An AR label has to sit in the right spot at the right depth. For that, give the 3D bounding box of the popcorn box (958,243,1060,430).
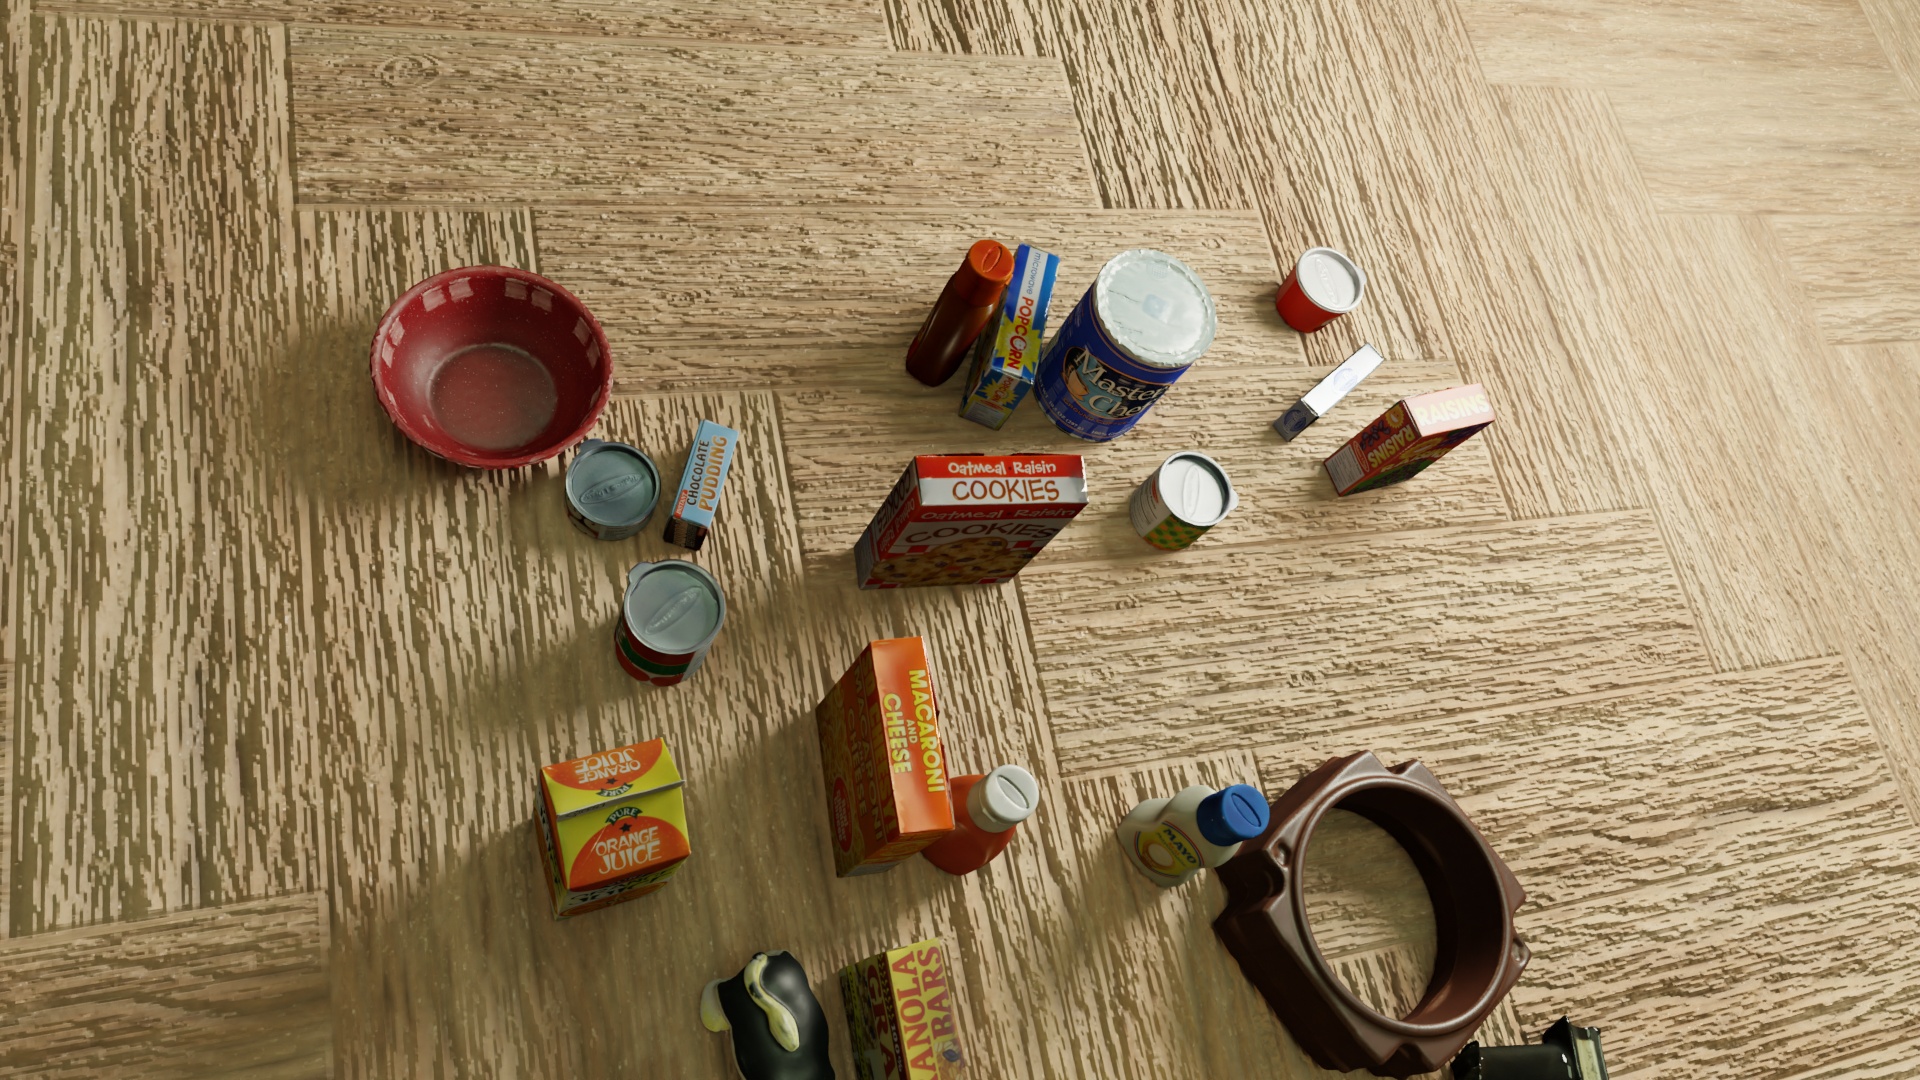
[{"bbox_3d":[0.040,-0.165,1.125,0.038,0.085,0.127,19,63,-11],"label":"popcorn box"}]

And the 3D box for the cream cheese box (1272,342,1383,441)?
[{"bbox_3d":[0.325,-0.131,1.228,0.104,0.053,0.024,-38,84,-28],"label":"cream cheese box"}]

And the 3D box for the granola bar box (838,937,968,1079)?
[{"bbox_3d":[-0.031,0.341,0.864,0.039,0.123,0.166,-6,70,-21],"label":"granola bar box"}]

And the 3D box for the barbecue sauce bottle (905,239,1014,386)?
[{"bbox_3d":[0.001,-0.179,1.081,0.043,0.148,0.065,32,62,-4],"label":"barbecue sauce bottle"}]

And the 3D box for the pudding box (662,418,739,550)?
[{"bbox_3d":[-0.189,-0.041,1.012,0.030,0.049,0.084,18,64,-11],"label":"pudding box"}]

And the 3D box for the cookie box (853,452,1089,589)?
[{"bbox_3d":[0.004,-0.013,1.001,0.123,0.166,0.040,-2,69,-20],"label":"cookie box"}]

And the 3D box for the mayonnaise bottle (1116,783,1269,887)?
[{"bbox_3d":[0.165,0.204,0.976,0.041,0.147,0.065,-38,84,-28],"label":"mayonnaise bottle"}]

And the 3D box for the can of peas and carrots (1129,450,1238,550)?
[{"bbox_3d":[0.181,-0.031,1.132,0.071,0.058,0.071,7,66,-16],"label":"can of peas and carrots"}]

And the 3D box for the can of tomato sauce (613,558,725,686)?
[{"bbox_3d":[-0.202,0.057,0.948,0.071,0.082,0.071,7,66,-16],"label":"can of tomato sauce"}]

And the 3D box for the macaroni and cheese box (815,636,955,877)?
[{"bbox_3d":[-0.053,0.146,0.915,0.040,0.165,0.124,-3,69,-20],"label":"macaroni and cheese box"}]

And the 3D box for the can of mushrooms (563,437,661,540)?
[{"bbox_3d":[-0.252,-0.037,0.998,0.071,0.033,0.071,7,66,-16],"label":"can of mushrooms"}]

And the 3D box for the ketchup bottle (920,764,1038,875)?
[{"bbox_3d":[0.010,0.185,0.930,0.065,0.148,0.044,46,62,3],"label":"ketchup bottle"}]

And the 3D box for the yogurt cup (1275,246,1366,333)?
[{"bbox_3d":[0.324,-0.226,1.267,0.072,0.053,0.072,7,66,-16],"label":"yogurt cup"}]

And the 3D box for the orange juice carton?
[{"bbox_3d":[-0.211,0.173,0.833,0.072,0.192,0.073,-11,73,-23],"label":"orange juice carton"}]

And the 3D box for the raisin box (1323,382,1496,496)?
[{"bbox_3d":[0.383,-0.086,1.189,0.086,0.123,0.040,-13,73,-23],"label":"raisin box"}]
